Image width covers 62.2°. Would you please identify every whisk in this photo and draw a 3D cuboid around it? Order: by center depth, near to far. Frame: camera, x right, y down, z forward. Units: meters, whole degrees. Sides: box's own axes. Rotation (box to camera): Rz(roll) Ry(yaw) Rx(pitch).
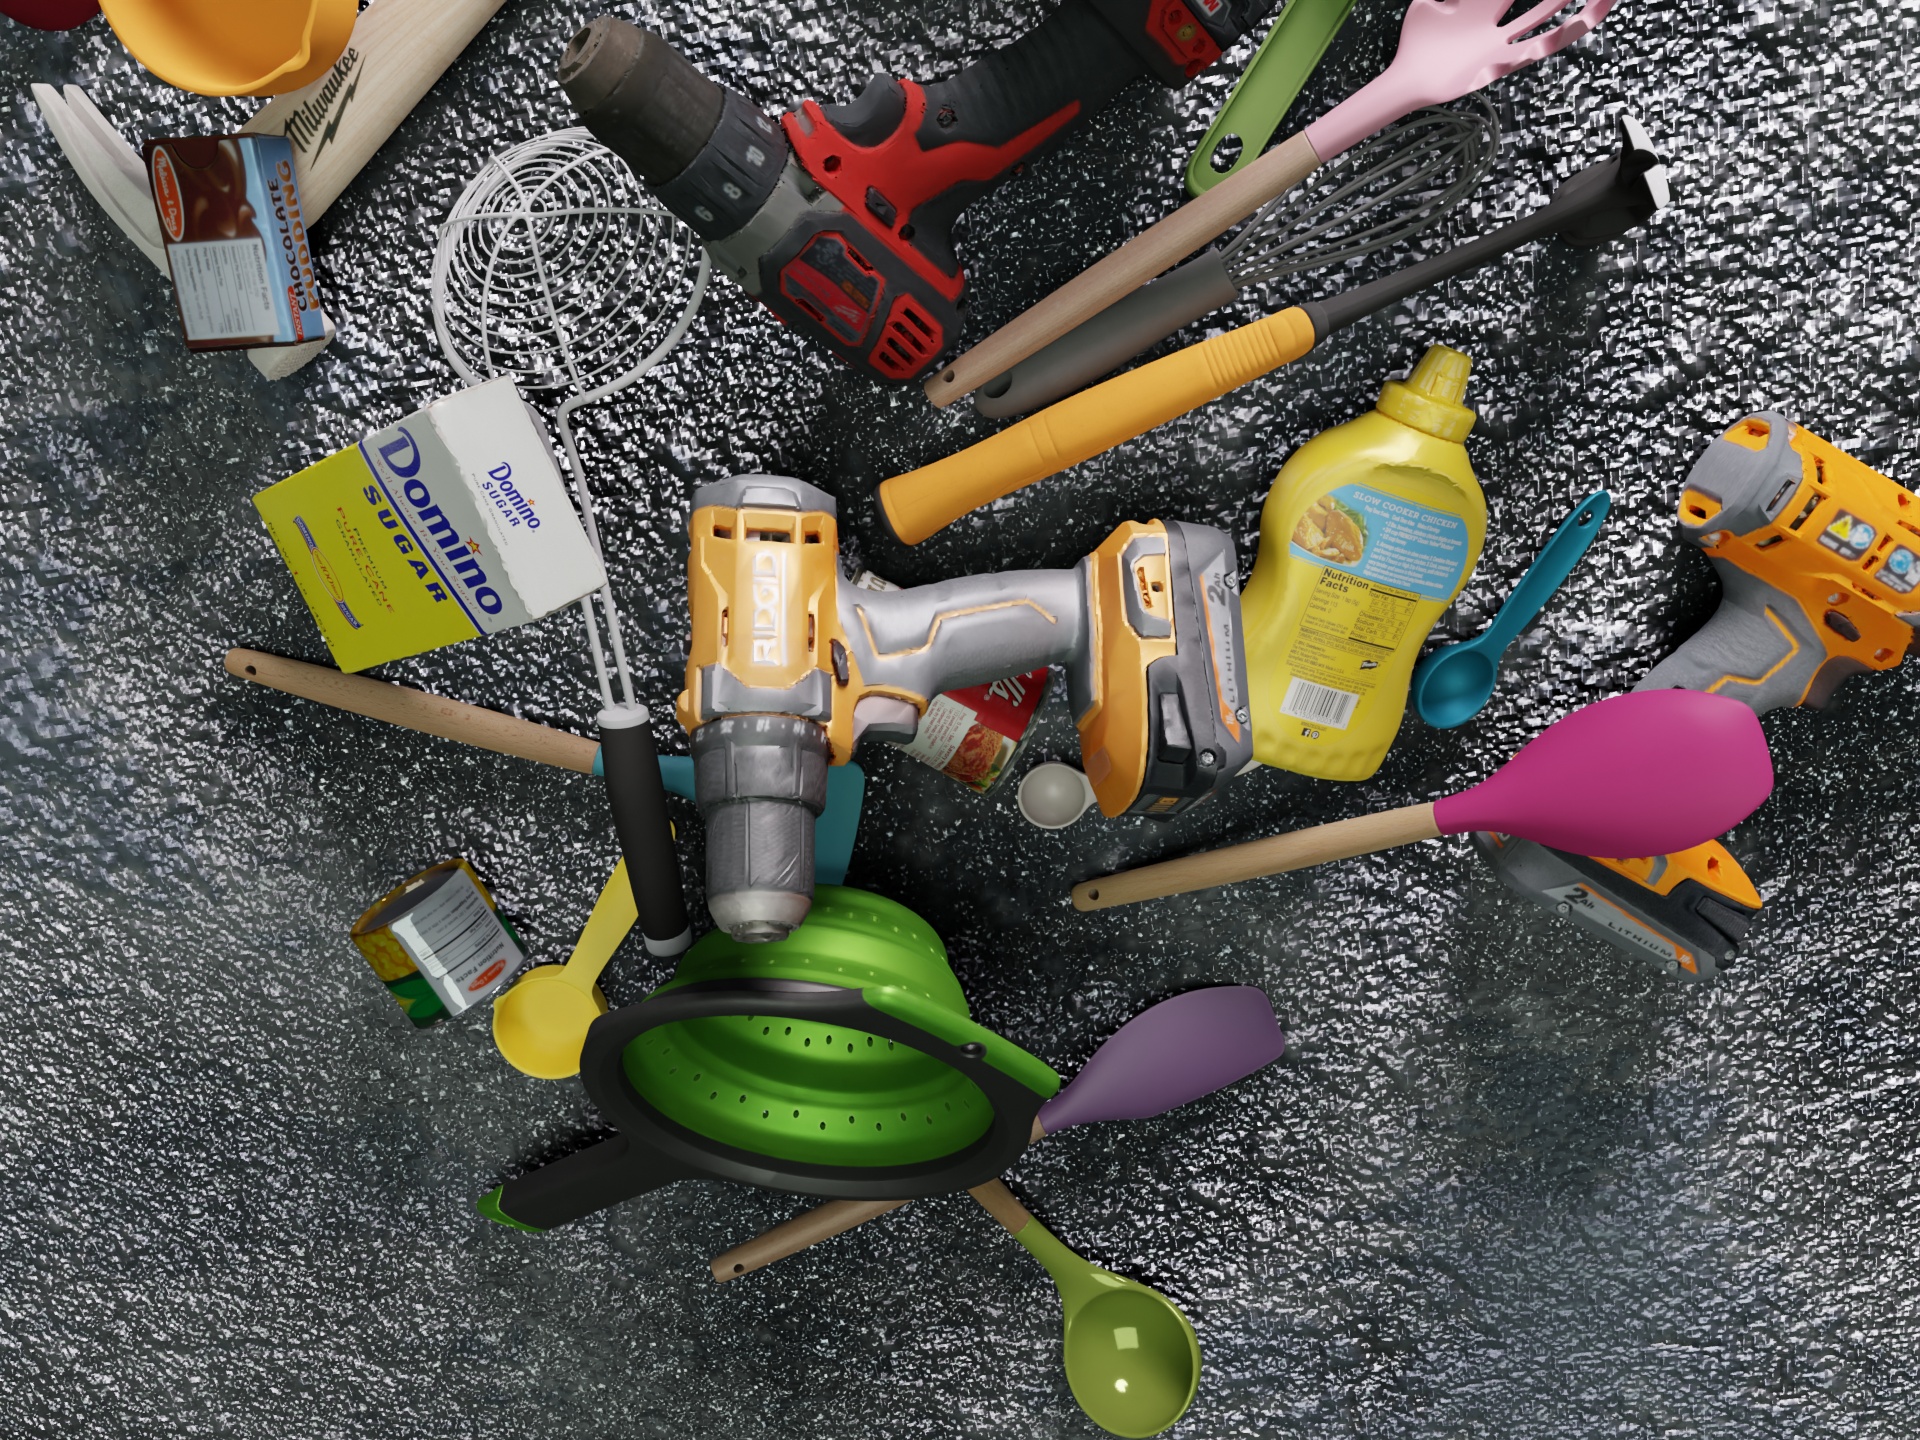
[{"bbox_3d":[0.108,-0.189,0.663,0.239,0.055,0.055,-26,108,18],"label":"whisk"}]

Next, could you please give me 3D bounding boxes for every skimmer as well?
[{"bbox_3d":[-0.149,-0.069,0.710,0.127,0.090,0.363,1,115,15],"label":"skimmer"}]

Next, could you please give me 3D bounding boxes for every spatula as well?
[{"bbox_3d":[-0.203,0.014,0.765,0.317,0.044,0.082,15,108,-1],"label":"spatula"},{"bbox_3d":[0.017,0.214,0.815,0.316,0.018,0.059,-25,107,-1],"label":"spatula"}]

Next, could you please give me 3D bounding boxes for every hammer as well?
[{"bbox_3d":[-0.190,-0.320,0.634,0.410,0.038,0.146,-36,104,16],"label":"hammer"},{"bbox_3d":[0.113,-0.147,0.649,0.337,0.127,0.034,-22,94,18],"label":"hammer"}]

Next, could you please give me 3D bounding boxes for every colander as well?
[{"bbox_3d":[-0.121,0.172,0.789,0.204,0.095,0.397,34,135,-29],"label":"colander"}]

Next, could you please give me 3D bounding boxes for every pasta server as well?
[{"bbox_3d":[0.111,-0.211,0.621,0.316,0.040,0.060,-29,71,23],"label":"pasta server"}]

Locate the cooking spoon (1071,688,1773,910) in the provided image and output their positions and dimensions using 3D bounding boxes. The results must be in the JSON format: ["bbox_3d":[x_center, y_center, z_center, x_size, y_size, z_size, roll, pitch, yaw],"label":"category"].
[{"bbox_3d":[0.190,0.050,0.714,0.319,0.017,0.069,-17,79,30],"label":"cooking spoon"}]

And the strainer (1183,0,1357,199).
[{"bbox_3d":[0.163,-0.308,0.596,0.151,0.069,0.256,30,109,-8],"label":"strainer"}]

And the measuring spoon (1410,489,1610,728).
[{"bbox_3d":[0.248,-0.053,0.724,0.042,0.021,0.128,27,104,-34],"label":"measuring spoon"}]

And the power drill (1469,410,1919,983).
[{"bbox_3d":[0.352,0.000,0.704,0.164,0.084,0.226,27,107,-8],"label":"power drill"}]

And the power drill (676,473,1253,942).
[{"bbox_3d":[-0.001,-0.002,0.646,0.226,0.084,0.185,2,71,-12],"label":"power drill"}]

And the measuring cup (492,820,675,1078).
[{"bbox_3d":[-0.186,0.113,0.820,0.062,0.029,0.156,30,99,-8],"label":"measuring cup"}]

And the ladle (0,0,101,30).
[{"bbox_3d":[-0.268,-0.358,0.630,0.315,0.031,0.069,-19,110,9],"label":"ladle"}]

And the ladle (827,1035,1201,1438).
[{"bbox_3d":[0.014,0.256,0.843,0.078,0.062,0.320,-38,102,15],"label":"ladle"}]

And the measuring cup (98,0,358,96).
[{"bbox_3d":[-0.248,-0.313,0.596,0.095,0.052,0.173,42,106,-10],"label":"measuring cup"}]

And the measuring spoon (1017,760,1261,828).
[{"bbox_3d":[0.088,0.025,0.769,0.124,0.018,0.034,-12,111,1],"label":"measuring spoon"}]

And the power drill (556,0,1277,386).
[{"bbox_3d":[-0.018,-0.250,0.596,0.226,0.080,0.187,-41,133,19],"label":"power drill"}]
